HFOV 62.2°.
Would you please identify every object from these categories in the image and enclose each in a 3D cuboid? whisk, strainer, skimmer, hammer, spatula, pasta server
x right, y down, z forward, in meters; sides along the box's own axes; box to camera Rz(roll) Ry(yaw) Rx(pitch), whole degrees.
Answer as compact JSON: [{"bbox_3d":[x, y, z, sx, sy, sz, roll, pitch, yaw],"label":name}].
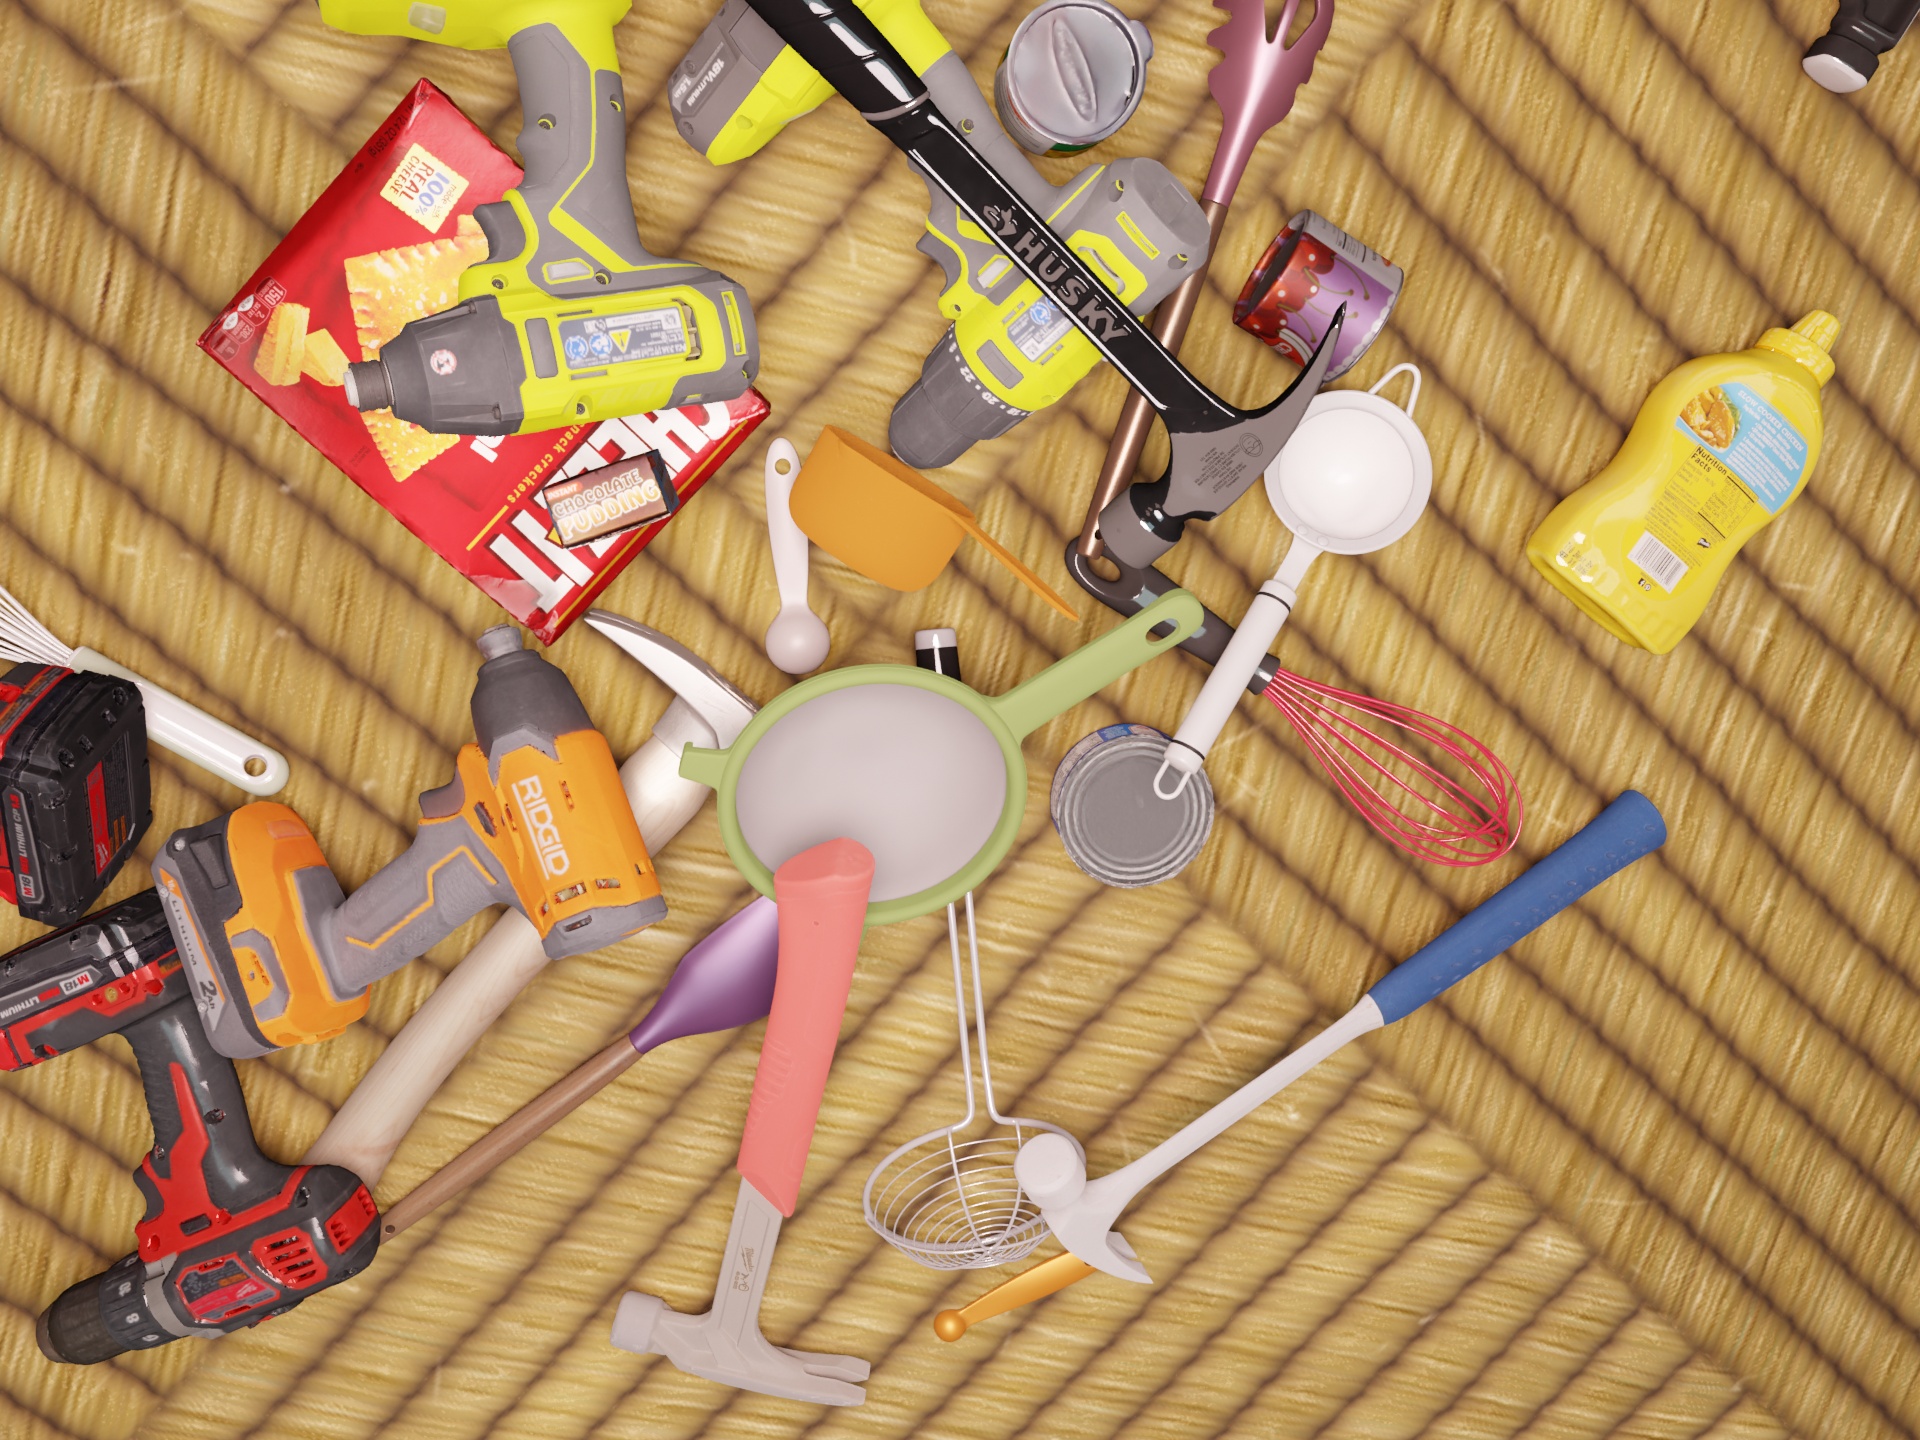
[{"bbox_3d":[-0.447,-0.031,0.786,0.246,0.059,0.058,33,70,-16],"label":"whisk"},{"bbox_3d":[-0.001,-0.002,0.782,0.256,0.069,0.151,-31,122,8],"label":"strainer"},{"bbox_3d":[-0.003,0.131,0.878,0.127,0.090,0.363,-6,93,-9],"label":"skimmer"},{"bbox_3d":[-0.258,0.132,0.847,0.146,0.038,0.410,40,96,-11],"label":"hammer"},{"bbox_3d":[0.220,0.169,0.879,0.405,0.035,0.143,-33,134,-7],"label":"hammer"},{"bbox_3d":[-0.010,-0.247,0.667,0.408,0.036,0.149,44,126,-11],"label":"hammer"},{"bbox_3d":[-0.197,0.195,0.877,0.316,0.018,0.059,-36,105,2],"label":"spatula"},{"bbox_3d":[0.165,-0.070,0.818,0.087,0.050,0.258,31,80,4],"label":"strainer"},{"bbox_3d":[0.116,-0.233,0.802,0.060,0.040,0.316,18,100,-10],"label":"pasta server"},{"bbox_3d":[0.349,-0.454,0.780,0.336,0.034,0.127,28,99,-11],"label":"hammer"},{"bbox_3d":[-0.086,0.220,0.831,0.149,0.037,0.358,14,118,-2],"label":"hammer"},{"bbox_3d":[0.180,-0.012,0.853,0.295,0.073,0.073,33,97,-6],"label":"whisk"}]

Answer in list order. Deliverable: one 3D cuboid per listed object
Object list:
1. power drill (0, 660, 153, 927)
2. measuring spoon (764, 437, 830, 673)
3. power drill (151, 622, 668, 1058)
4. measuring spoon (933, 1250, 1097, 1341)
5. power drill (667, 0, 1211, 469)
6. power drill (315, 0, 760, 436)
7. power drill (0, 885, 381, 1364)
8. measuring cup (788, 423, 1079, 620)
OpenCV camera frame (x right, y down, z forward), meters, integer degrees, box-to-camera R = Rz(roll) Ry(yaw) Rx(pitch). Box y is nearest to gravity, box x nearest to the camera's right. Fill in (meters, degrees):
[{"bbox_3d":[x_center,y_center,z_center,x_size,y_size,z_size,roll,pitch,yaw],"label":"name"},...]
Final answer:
[{"bbox_3d":[-0.515,0.015,0.760,0.219,0.079,0.143,17,129,-4],"label":"power drill"},{"bbox_3d":[-0.088,-0.084,0.825,0.034,0.018,0.124,-5,102,-5],"label":"measuring spoon"},{"bbox_3d":[-0.272,0.060,0.782,0.226,0.084,0.164,-21,86,9],"label":"power drill"},{"bbox_3d":[0.038,0.338,0.938,0.117,0.011,0.021,-26,104,0],"label":"measuring spoon"},{"bbox_3d":[-0.022,-0.241,0.745,0.228,0.080,0.190,46,128,-10],"label":"power drill"},{"bbox_3d":[-0.193,-0.236,0.678,0.171,0.080,0.223,-14,95,-24],"label":"power drill"},{"bbox_3d":[-0.425,0.216,0.812,0.188,0.080,0.226,-23,99,9],"label":"power drill"},{"bbox_3d":[-0.015,-0.078,0.769,0.174,0.095,0.052,42,105,31],"label":"measuring cup"}]
